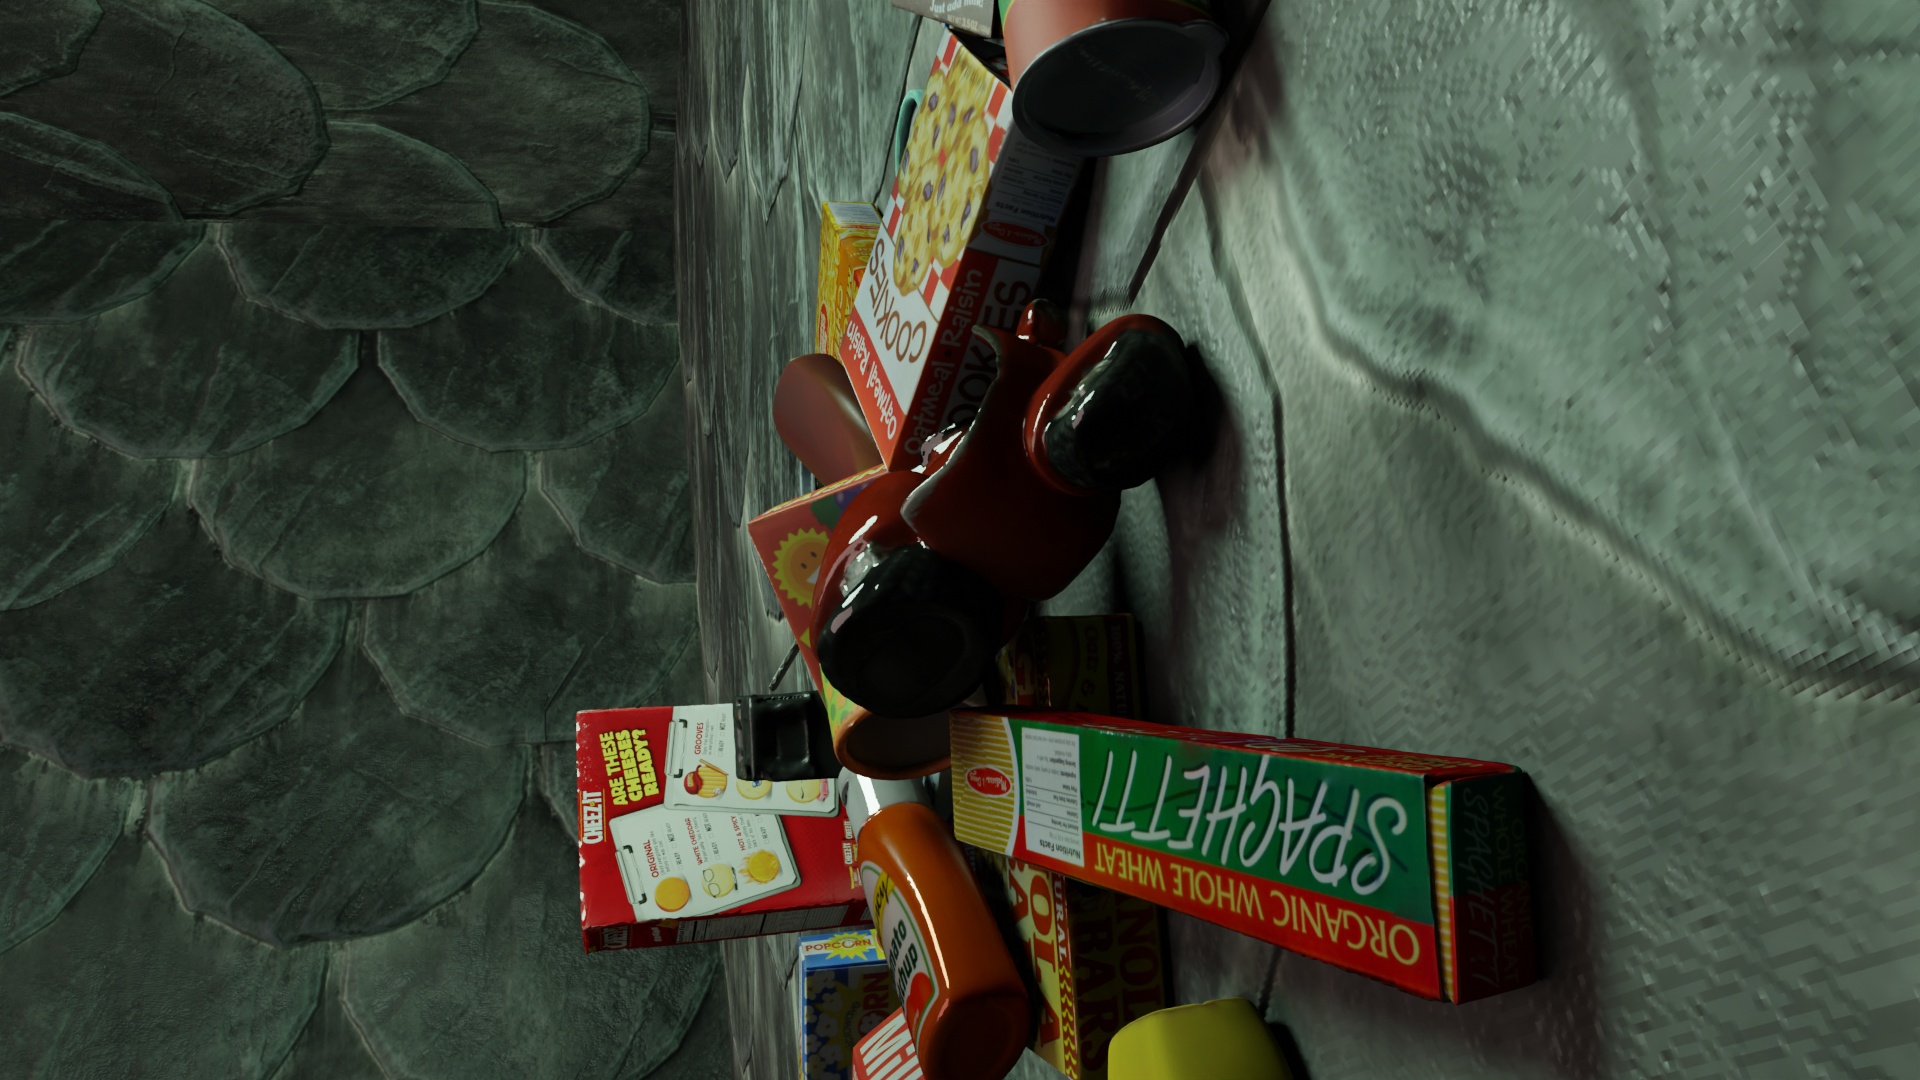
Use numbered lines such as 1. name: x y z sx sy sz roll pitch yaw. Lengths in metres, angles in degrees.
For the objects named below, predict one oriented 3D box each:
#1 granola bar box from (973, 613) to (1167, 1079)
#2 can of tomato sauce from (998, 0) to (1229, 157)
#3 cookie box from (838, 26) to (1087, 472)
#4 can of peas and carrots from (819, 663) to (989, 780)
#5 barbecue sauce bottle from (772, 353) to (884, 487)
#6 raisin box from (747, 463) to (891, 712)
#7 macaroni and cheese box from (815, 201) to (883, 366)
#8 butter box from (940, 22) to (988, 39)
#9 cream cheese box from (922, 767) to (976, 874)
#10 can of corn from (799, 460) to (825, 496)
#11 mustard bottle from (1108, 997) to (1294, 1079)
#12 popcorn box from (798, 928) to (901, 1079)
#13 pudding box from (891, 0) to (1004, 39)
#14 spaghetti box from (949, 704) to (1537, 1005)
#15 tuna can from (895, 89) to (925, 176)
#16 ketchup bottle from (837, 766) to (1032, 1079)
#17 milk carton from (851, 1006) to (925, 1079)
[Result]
1. granola bar box: 0.038 0.116 0.558 0.124 0.039 0.165 150 117 -73
2. can of tomato sauce: 0.045 -0.177 0.441 0.071 0.071 0.083 123 143 -65
3. cookie box: -0.003 -0.126 0.616 0.123 0.040 0.166 -114 40 -55
4. can of peas and carrots: -0.025 0.060 0.579 0.070 0.071 0.059 104 158 -47
5. barbecue sauce bottle: -0.056 -0.047 0.802 0.149 0.044 0.064 46 137 38
6. raisin box: -0.035 0.030 0.653 0.123 0.086 0.040 67 -159 -8
7. macaroni and cheese box: -0.063 -0.139 0.912 0.167 0.040 0.123 -115 26 -57
8. butter box: 0.006 -0.297 0.657 0.053 0.024 0.103 -112 24 -51
9. cream cheese box: 0.006 0.133 0.657 0.024 0.053 0.103 -116 27 -53
10. can of corn: -0.075 -0.041 0.933 0.071 0.058 0.071 179 89 -75
11. mustard bottle: 0.080 0.215 0.390 0.065 0.049 0.161 107 156 -56
12. popcorn box: -0.056 0.302 0.853 0.038 0.085 0.126 -132 41 -69
13. pudding box: 0.004 -0.253 0.610 0.084 0.030 0.049 39 132 44
14. spaghetti box: 0.060 0.079 0.404 0.249 0.029 0.050 173 95 -65
15. tuna can: -0.012 -0.199 0.720 0.071 0.033 0.071 179 89 -75
16. ketchup bottle: -0.015 0.148 0.574 0.149 0.043 0.064 -119 31 -51
17. milk carton: -0.017 0.330 0.732 0.072 0.073 0.190 -133 43 -68
